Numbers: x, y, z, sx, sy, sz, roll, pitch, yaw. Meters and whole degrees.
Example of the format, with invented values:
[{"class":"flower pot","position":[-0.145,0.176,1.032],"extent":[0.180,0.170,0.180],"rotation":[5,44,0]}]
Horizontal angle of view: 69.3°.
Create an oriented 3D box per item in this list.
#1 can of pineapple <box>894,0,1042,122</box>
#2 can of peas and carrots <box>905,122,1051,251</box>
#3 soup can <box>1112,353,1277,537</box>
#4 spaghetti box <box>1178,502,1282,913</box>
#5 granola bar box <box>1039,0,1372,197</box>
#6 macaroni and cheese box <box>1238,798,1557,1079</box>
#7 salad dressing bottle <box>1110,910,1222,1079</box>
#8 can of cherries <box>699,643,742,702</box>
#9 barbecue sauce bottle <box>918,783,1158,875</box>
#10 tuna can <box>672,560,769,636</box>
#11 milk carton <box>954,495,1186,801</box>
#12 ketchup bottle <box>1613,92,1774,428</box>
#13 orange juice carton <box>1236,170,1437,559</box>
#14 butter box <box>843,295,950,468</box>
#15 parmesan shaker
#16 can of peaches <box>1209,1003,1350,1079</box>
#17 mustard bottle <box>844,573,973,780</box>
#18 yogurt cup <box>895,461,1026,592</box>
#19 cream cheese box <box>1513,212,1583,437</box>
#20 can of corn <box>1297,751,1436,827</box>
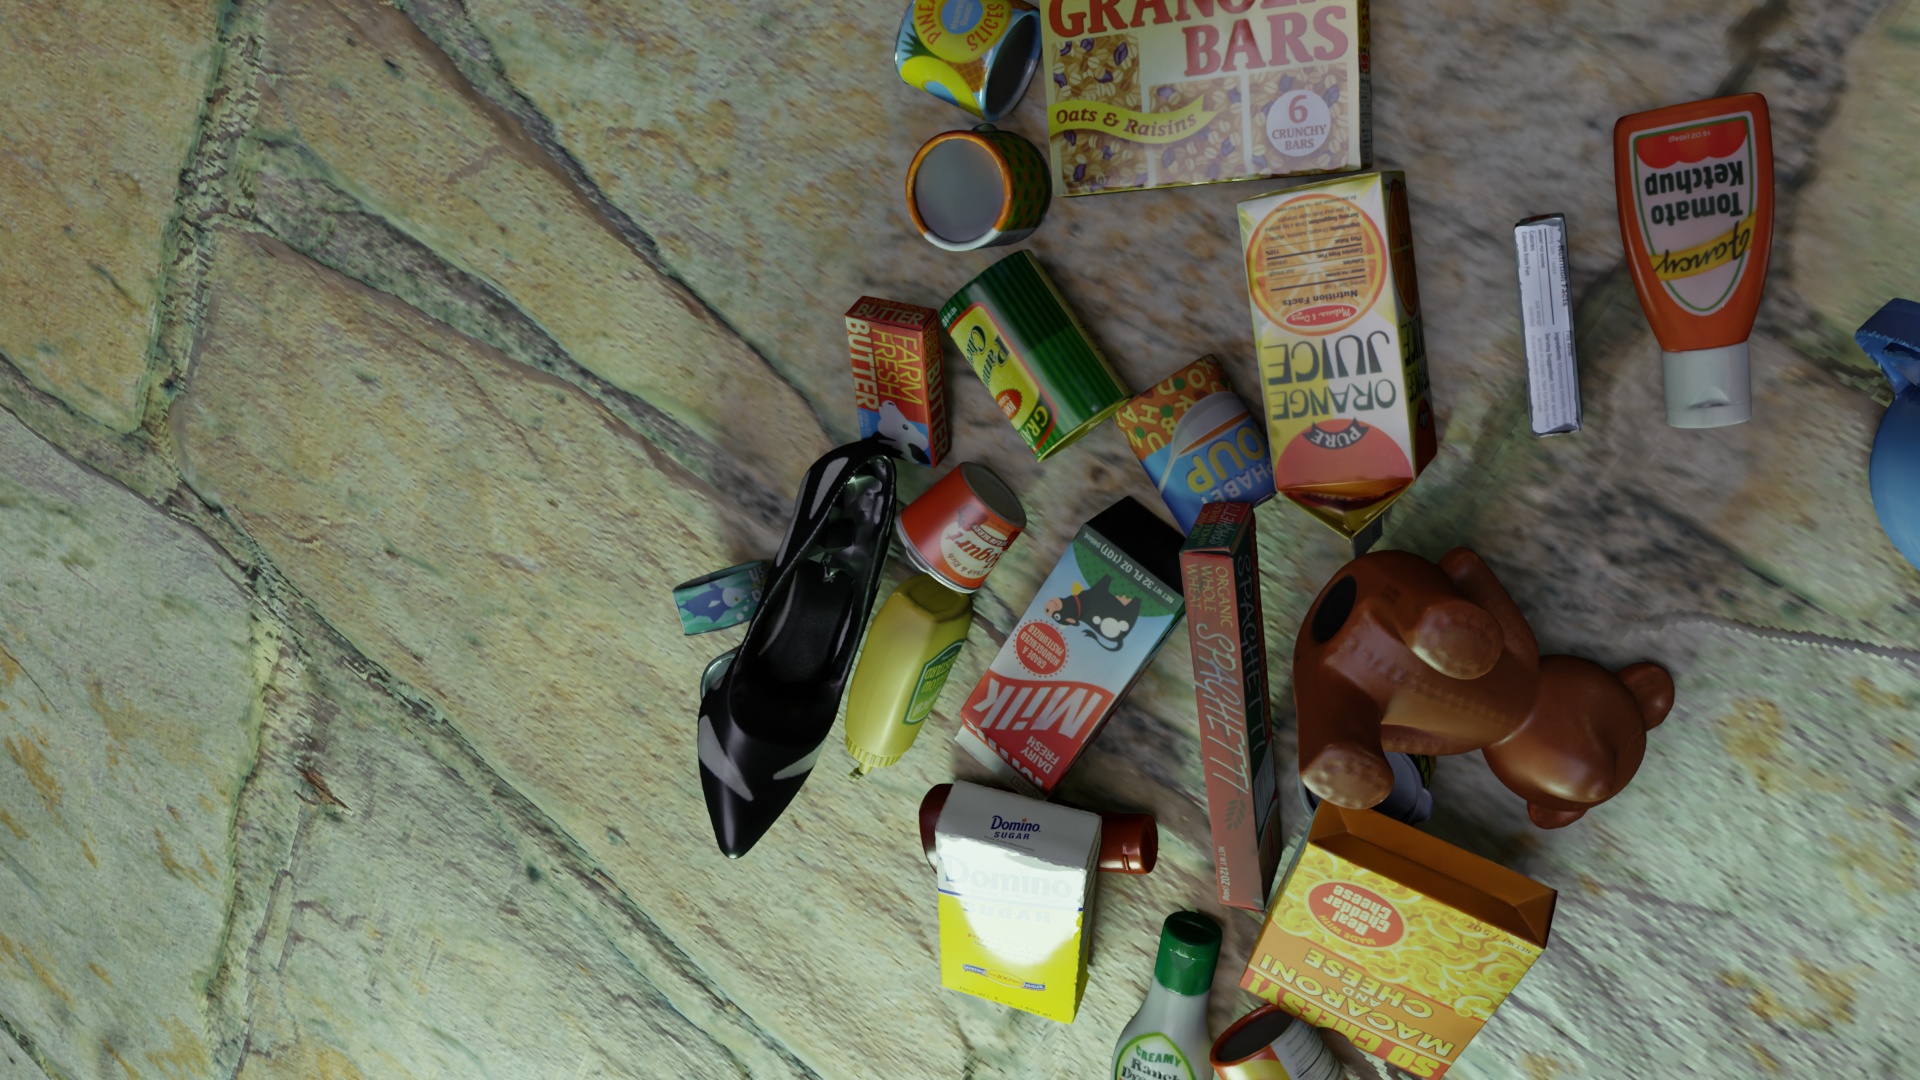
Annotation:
[{"class":"can of pineapple","position":[0.005,-0.272,0.761],"extent":[0.058,0.071,0.070],"rotation":[29,115,15]},{"class":"can of peas and carrots","position":[0.010,-0.201,0.785],"extent":[0.071,0.059,0.070],"rotation":[7,107,24]},{"class":"soup can","position":[0.132,-0.051,0.759],"extent":[0.071,0.071,0.084],"rotation":[-32,88,30]},{"class":"spaghetti box","position":[0.151,0.096,0.761],"extent":[0.028,0.050,0.248],"rotation":[4,123,25]},{"class":"granola bar box","position":[0.127,-0.249,0.725],"extent":[0.165,0.039,0.124],"rotation":[2,105,26]},{"class":"macaroni and cheese box","position":[0.231,0.221,0.761],"extent":[0.124,0.040,0.165],"rotation":[23,138,15]},{"class":"salad dressing bottle","position":[0.132,0.304,0.871],"extent":[0.064,0.044,0.147],"rotation":[16,110,23]},{"class":"can of cherries","position":[-0.131,0.101,0.937],"extent":[0.071,0.058,0.071],"rotation":[7,106,24]},{"class":"barbecue sauce bottle","position":[0.049,0.188,0.880],"extent":[0.148,0.044,0.064],"rotation":[-2,116,26]},{"class":"tuna can","position":[-0.155,0.038,0.927],"extent":[0.071,0.071,0.032],"rotation":[-12,98,28]},{"class":"milk carton","position":[0.066,0.074,0.824],"extent":[0.072,0.074,0.189],"rotation":[38,117,12]},{"class":"ketchup bottle","position":[0.345,-0.128,0.649],"extent":[0.064,0.044,0.148],"rotation":[-4,103,27]},{"class":"orange juice carton","position":[0.198,-0.087,0.715],"extent":[0.073,0.072,0.192],"rotation":[-5,101,28]},{"class":"butter box","position":[-0.037,-0.094,0.835],"extent":[0.053,0.024,0.103],"rotation":[16,134,22]},{"class":"parmesan shaker","position":[0.042,-0.104,0.793],"extent":[0.071,0.071,0.103],"rotation":[-37,86,29]},{"class":"can of peaches","position":[0.190,0.320,0.834],"extent":[0.071,0.071,0.058],"rotation":[-33,88,30]},{"class":"mustard bottle","position":[-0.041,0.097,0.892],"extent":[0.049,0.065,0.159],"rotation":[34,122,21]},{"class":"yogurt cup","position":[0.003,-0.011,0.838],"extent":[0.072,0.072,0.053],"rotation":[47,111,7]},{"class":"cream cheese box","position":[0.287,-0.105,0.677],"extent":[0.024,0.053,0.103],"rotation":[-5,102,26]},{"class":"can of corn","position":[0.228,0.126,0.767],"extent":[0.071,0.058,0.071],"rotation":[7,107,24]}]
